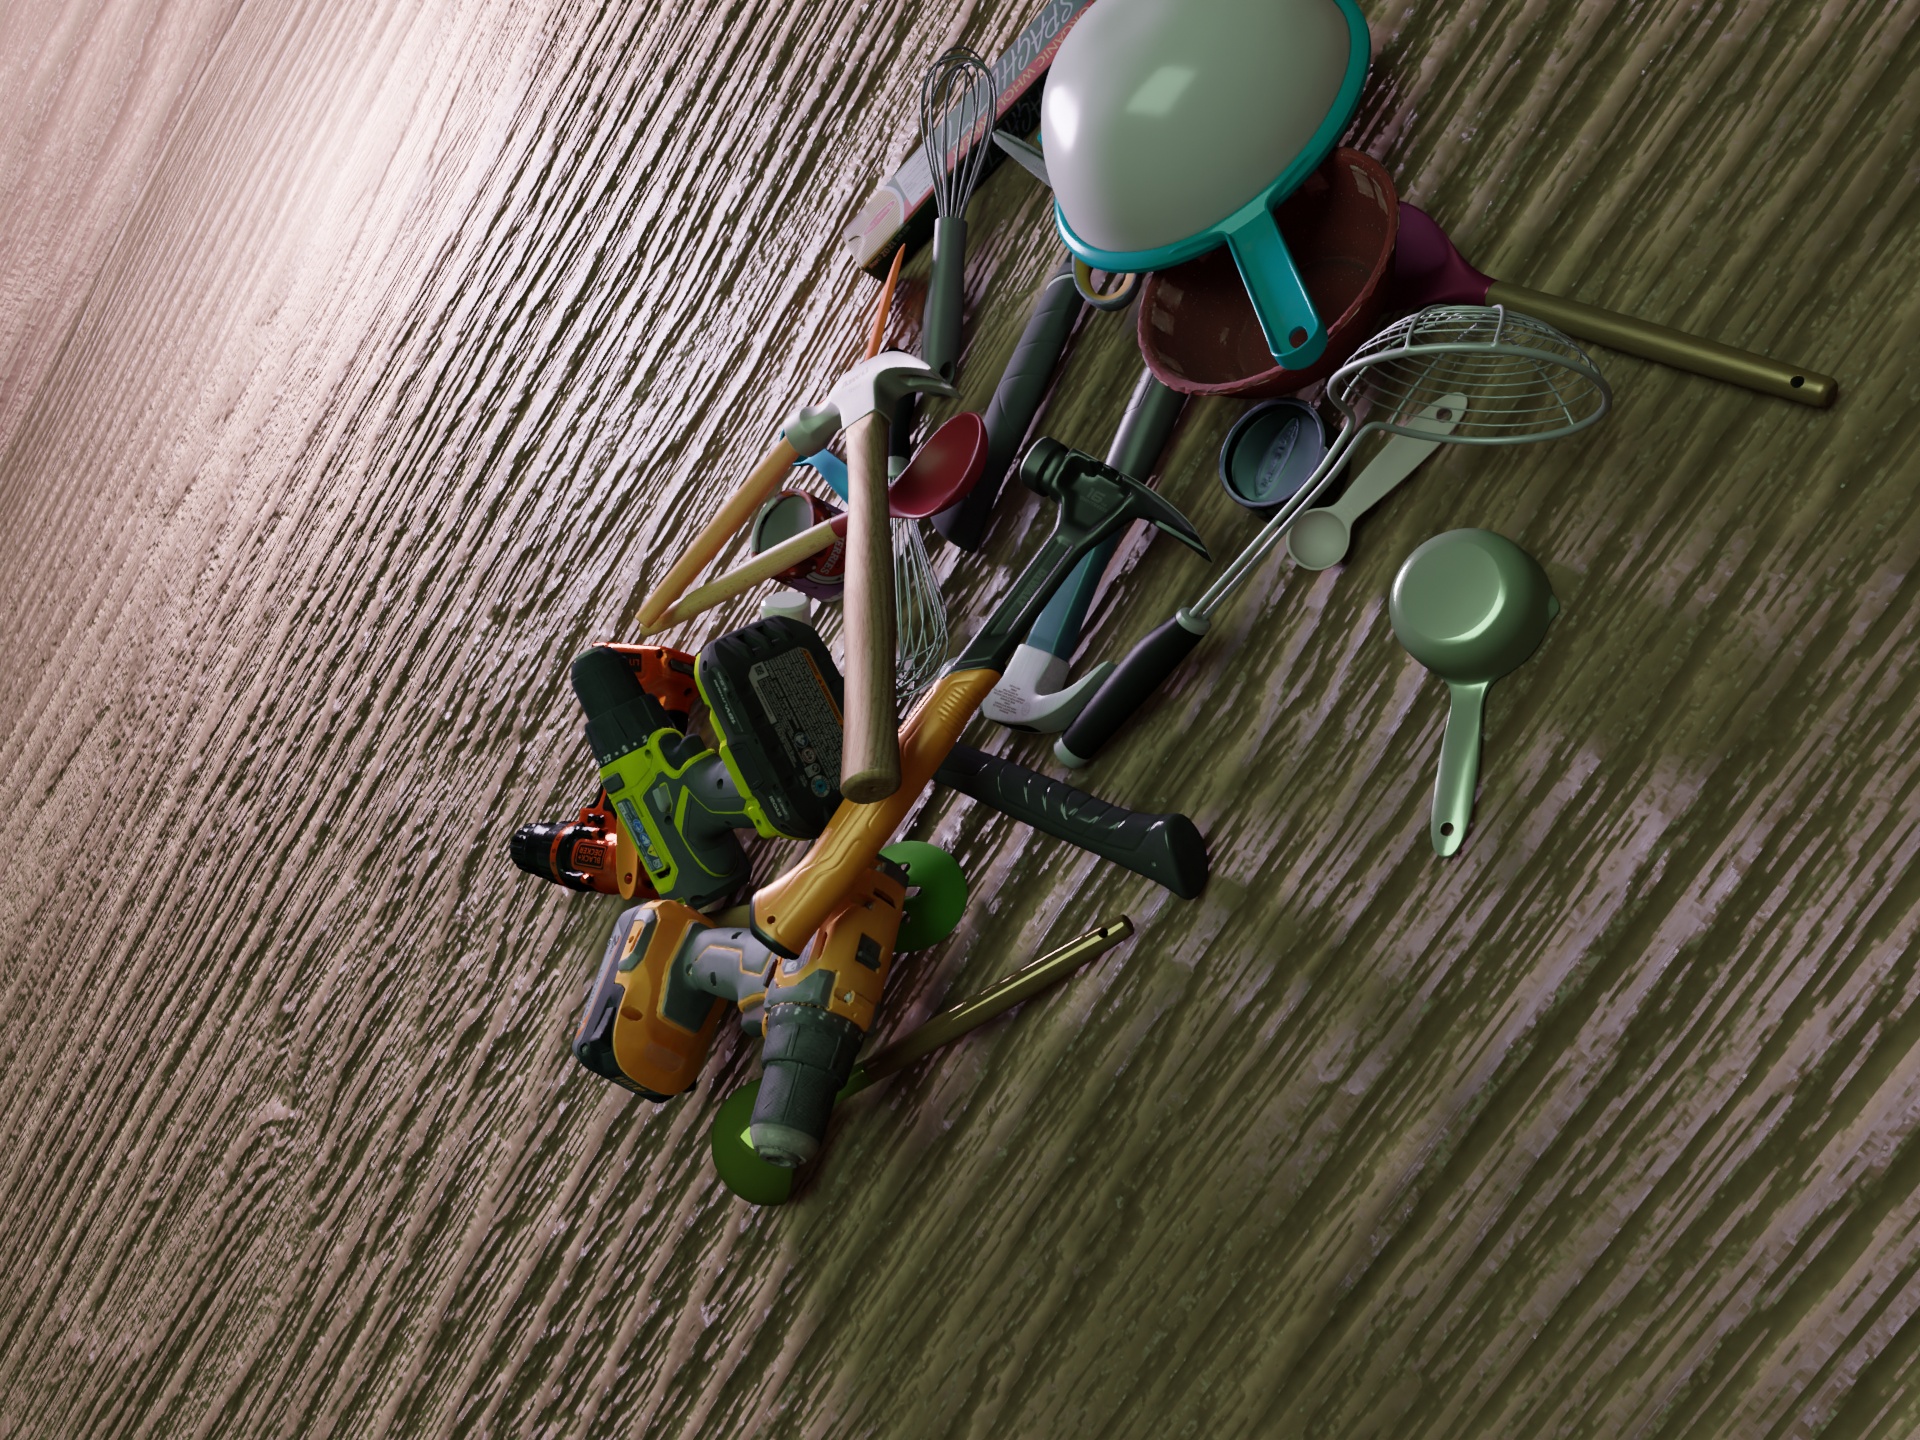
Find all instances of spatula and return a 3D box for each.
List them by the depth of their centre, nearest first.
[{"bbox_3d":[-0.128,-0.197,1.123,0.322,0.041,0.081,-51,6,-8],"label":"spatula"}]

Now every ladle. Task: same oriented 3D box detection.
[{"bbox_3d":[-0.026,0.199,0.950,0.320,0.062,0.078,-33,57,19],"label":"ladle"},{"bbox_3d":[-0.102,-0.117,1.054,0.315,0.031,0.069,-23,48,31],"label":"ladle"}]

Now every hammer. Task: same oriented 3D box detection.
[{"bbox_3d":[-0.001,-0.003,0.900,0.127,0.034,0.337,34,85,31],"label":"hammer"},{"bbox_3d":[-0.052,-0.096,0.946,0.130,0.031,0.332,-28,47,30],"label":"hammer"},{"bbox_3d":[0.002,0.034,0.955,0.335,0.035,0.146,22,124,35],"label":"hammer"},{"bbox_3d":[0.097,-0.146,0.967,0.128,0.033,0.331,24,91,44],"label":"hammer"},{"bbox_3d":[0.083,-0.299,1.036,0.149,0.036,0.409,27,94,42],"label":"hammer"}]

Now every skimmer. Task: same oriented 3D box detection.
[{"bbox_3d":[0.168,-0.072,0.824,0.363,0.127,0.090,-50,43,33],"label":"skimmer"}]

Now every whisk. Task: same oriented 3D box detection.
[{"bbox_3d":[-0.045,-0.139,1.075,0.070,0.070,0.285,-23,56,33],"label":"whisk"},{"bbox_3d":[-0.008,-0.344,1.100,0.055,0.055,0.239,6,92,42],"label":"whisk"}]

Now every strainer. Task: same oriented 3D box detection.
[{"bbox_3d":[0.128,-0.323,0.875,0.211,0.095,0.341,-31,45,23],"label":"strainer"}]

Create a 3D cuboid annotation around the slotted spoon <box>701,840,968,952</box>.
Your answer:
[{"bbox_3d":[-0.124,0.131,1.062,0.314,0.031,0.070,-14,70,38],"label":"slotted spoon"}]

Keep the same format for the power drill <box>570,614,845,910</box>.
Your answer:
[{"bbox_3d":[-0.164,0.017,1.025,0.228,0.080,0.190,-24,93,50],"label":"power drill"}]

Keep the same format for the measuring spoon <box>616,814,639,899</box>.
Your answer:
[{"bbox_3d":[-0.231,0.068,1.122,0.021,0.011,0.117,-9,76,31],"label":"measuring spoon"}]

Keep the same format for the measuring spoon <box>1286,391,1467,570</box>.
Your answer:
[{"bbox_3d":[0.228,-0.129,0.863,0.124,0.018,0.034,-45,71,11],"label":"measuring spoon"}]

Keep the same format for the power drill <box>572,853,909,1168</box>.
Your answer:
[{"bbox_3d":[-0.137,0.181,0.962,0.226,0.084,0.185,-17,47,40],"label":"power drill"}]

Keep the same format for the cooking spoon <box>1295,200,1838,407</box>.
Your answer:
[{"bbox_3d":[0.299,-0.215,0.828,0.319,0.017,0.068,36,103,43],"label":"cooking spoon"}]

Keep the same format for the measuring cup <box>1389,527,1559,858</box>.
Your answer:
[{"bbox_3d":[0.244,-0.017,0.787,0.083,0.038,0.168,-1,72,41],"label":"measuring cup"}]

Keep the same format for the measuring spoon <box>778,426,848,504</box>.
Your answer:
[{"bbox_3d":[-0.087,-0.179,1.155,0.042,0.021,0.129,-51,58,13],"label":"measuring spoon"}]
